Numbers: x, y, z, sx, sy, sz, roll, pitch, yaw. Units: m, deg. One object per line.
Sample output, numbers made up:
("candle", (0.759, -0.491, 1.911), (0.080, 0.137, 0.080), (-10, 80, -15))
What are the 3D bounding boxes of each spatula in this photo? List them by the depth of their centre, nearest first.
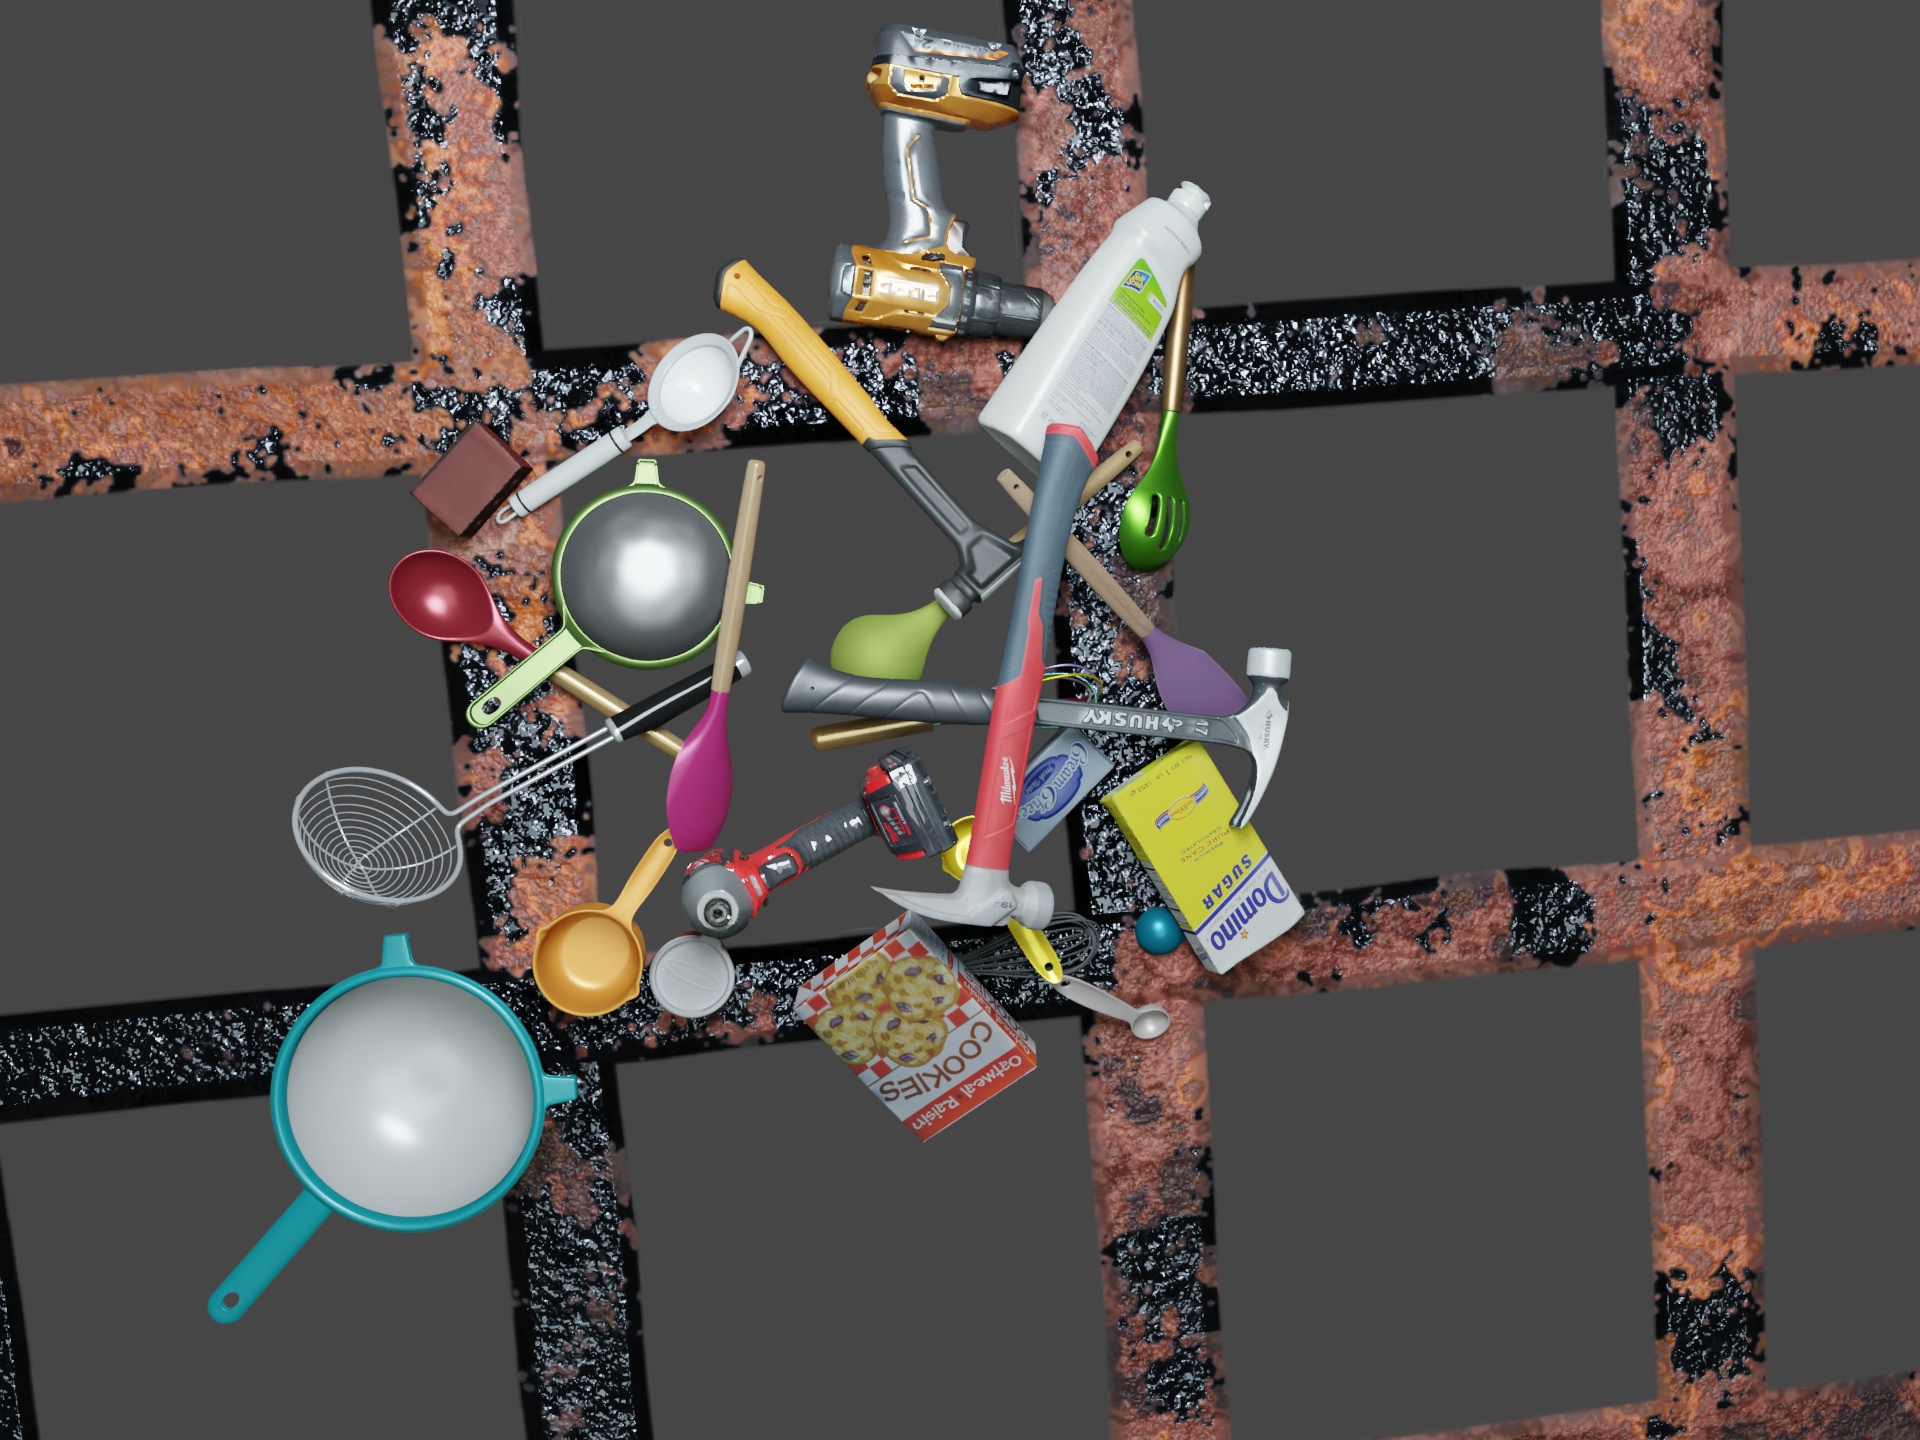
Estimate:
("spatula", (0.134, -0.088, 1.290), (0.060, 0.018, 0.315), (-45, 114, 1))

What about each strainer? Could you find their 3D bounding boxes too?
("strainer", (-0.287, -0.081, 1.252), (0.256, 0.069, 0.151), (-41, 99, -10))
("strainer", (-0.265, -0.230, 1.274), (0.258, 0.050, 0.087), (-32, 61, 5))
("strainer", (-0.472, 0.339, 1.278), (0.211, 0.095, 0.340), (41, 93, -4))

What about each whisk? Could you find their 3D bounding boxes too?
("whisk", (-0.002, -0.003, 1.316), (0.245, 0.047, 0.051), (-11, 84, 0))
("whisk", (0.002, 0.206, 1.332), (0.239, 0.055, 0.055), (-13, 96, 1))

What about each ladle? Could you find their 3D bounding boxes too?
("ladle", (-0.320, -0.035, 1.293), (0.315, 0.031, 0.069), (34, 87, -8))
("ladle", (0.025, -0.127, 1.312), (0.320, 0.062, 0.078), (-40, 98, -7))

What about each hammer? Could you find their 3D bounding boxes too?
("hammer", (0.033, -0.037, 1.212), (0.143, 0.038, 0.386), (10, 91, -23))
("hammer", (0.062, -0.002, 1.269), (0.409, 0.036, 0.149), (5, 89, -8))
("hammer", (-0.069, -0.243, 1.272), (0.127, 0.034, 0.337), (-43, 89, -9))

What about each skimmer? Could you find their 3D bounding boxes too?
("skimmer", (-0.325, 0.025, 1.227), (0.363, 0.090, 0.127), (-30, 68, -16))

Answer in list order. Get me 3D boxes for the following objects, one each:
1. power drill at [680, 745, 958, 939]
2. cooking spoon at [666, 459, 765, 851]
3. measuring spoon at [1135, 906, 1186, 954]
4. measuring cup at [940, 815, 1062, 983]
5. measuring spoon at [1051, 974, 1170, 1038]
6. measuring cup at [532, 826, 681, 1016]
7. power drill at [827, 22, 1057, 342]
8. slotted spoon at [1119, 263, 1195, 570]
("power drill", (-0.119, 0.104, 1.264), (0.219, 0.143, 0.078), (-25, 97, -5))
("cooking spoon", (-0.187, -0.048, 1.266), (0.017, 0.068, 0.319), (16, 100, 39))
("measuring spoon", (0.214, 0.179, 1.356), (0.128, 0.021, 0.042), (-2, 95, -3))
("measuring cup", (0.039, 0.150, 1.315), (0.062, 0.029, 0.156), (-32, 79, -2))
("measuring spoon", (0.125, 0.235, 1.340), (0.124, 0.018, 0.034), (28, 114, -24))
("measuring cup", (-0.278, 0.158, 1.300), (0.095, 0.052, 0.173), (34, 89, -7))
("power drill", (-0.002, -0.415, 1.263), (0.185, 0.084, 0.226), (8, 98, -8))
("slotted spoon", (0.174, -0.280, 1.310), (0.070, 0.031, 0.314), (5, 92, -32))
